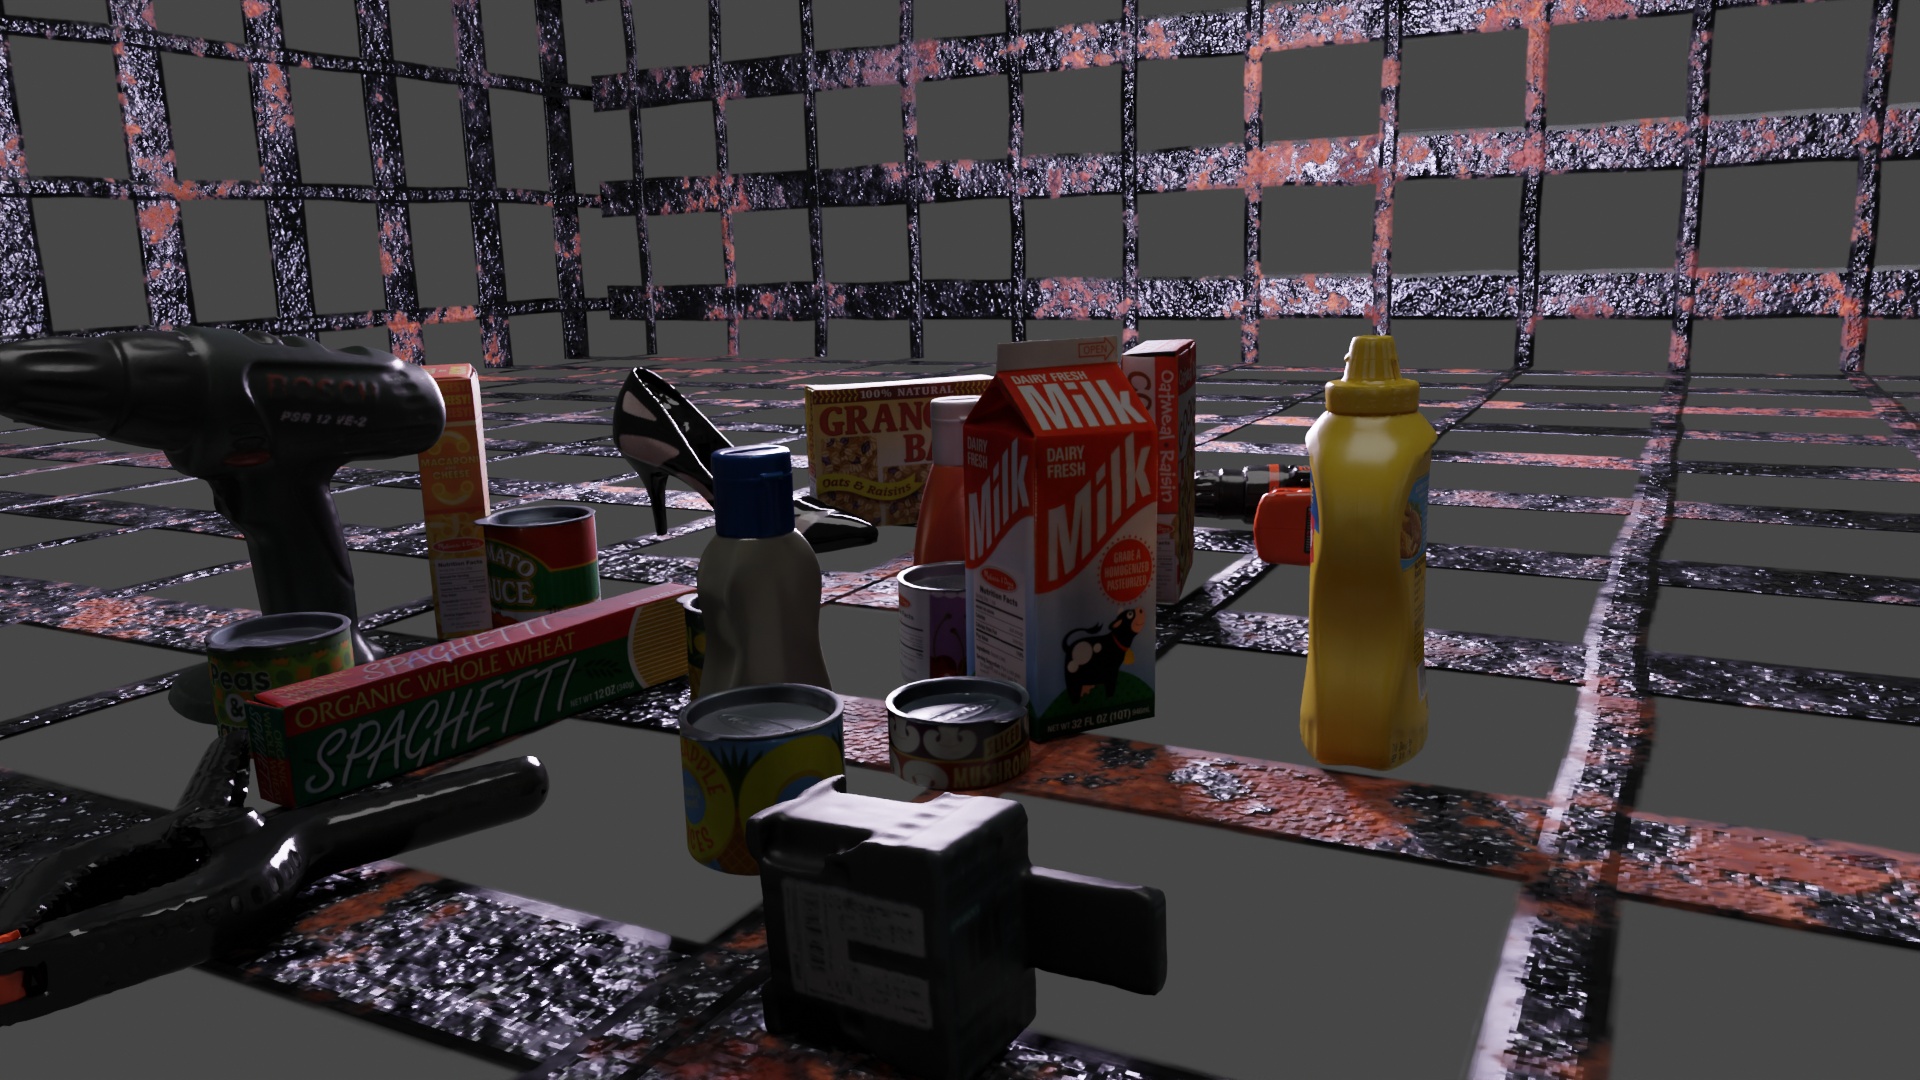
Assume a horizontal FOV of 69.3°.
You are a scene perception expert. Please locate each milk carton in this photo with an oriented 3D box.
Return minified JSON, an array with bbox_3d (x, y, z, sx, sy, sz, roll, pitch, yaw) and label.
[{"bbox_3d":[0.049,-0.005,0.694,0.072,0.190,0.073,-8,13,-28],"label":"milk carton"}]

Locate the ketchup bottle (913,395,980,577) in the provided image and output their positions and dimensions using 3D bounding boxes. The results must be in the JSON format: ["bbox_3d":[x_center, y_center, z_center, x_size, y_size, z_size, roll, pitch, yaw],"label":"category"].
[{"bbox_3d":[0.003,-0.010,0.827,0.065,0.148,0.043,-4,12,-14],"label":"ketchup bottle"}]

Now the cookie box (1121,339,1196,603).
[{"bbox_3d":[0.140,-0.052,0.963,0.040,0.167,0.123,1,12,14],"label":"cookie box"}]

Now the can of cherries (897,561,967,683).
[{"bbox_3d":[0.001,0.047,0.775,0.071,0.058,0.071,-2,12,0],"label":"can of cherries"}]

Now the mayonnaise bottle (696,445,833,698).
[{"bbox_3d":[-0.093,0.031,0.644,0.065,0.147,0.041,-10,14,-37],"label":"mayonnaise bottle"}]

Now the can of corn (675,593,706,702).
[{"bbox_3d":[-0.114,0.059,0.734,0.071,0.058,0.071,-2,12,0],"label":"can of corn"}]

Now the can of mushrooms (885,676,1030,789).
[{"bbox_3d":[0.001,0.088,0.638,0.071,0.033,0.071,-2,12,0],"label":"can of mushrooms"}]

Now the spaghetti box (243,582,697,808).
[{"bbox_3d":[-0.231,0.072,0.707,0.028,0.050,0.251,7,14,36],"label":"spaghetti box"}]

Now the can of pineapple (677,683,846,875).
[{"bbox_3d":[-0.080,0.095,0.558,0.071,0.057,0.071,-2,12,0],"label":"can of pineapple"}]

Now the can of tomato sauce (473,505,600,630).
[{"bbox_3d":[-0.257,0.025,0.852,0.071,0.083,0.071,-2,12,0],"label":"can of tomato sauce"}]

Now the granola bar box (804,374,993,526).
[{"bbox_3d":[-0.050,-0.077,1.211,0.166,0.124,0.039,-6,12,-18],"label":"granola bar box"}]

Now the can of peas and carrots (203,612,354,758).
[{"bbox_3d":[-0.340,0.072,0.697,0.071,0.058,0.071,-2,12,0],"label":"can of peas and carrots"}]

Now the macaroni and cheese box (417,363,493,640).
[{"bbox_3d":[-0.334,-0.030,0.923,0.040,0.166,0.124,-5,12,-18],"label":"macaroni and cheese box"}]
